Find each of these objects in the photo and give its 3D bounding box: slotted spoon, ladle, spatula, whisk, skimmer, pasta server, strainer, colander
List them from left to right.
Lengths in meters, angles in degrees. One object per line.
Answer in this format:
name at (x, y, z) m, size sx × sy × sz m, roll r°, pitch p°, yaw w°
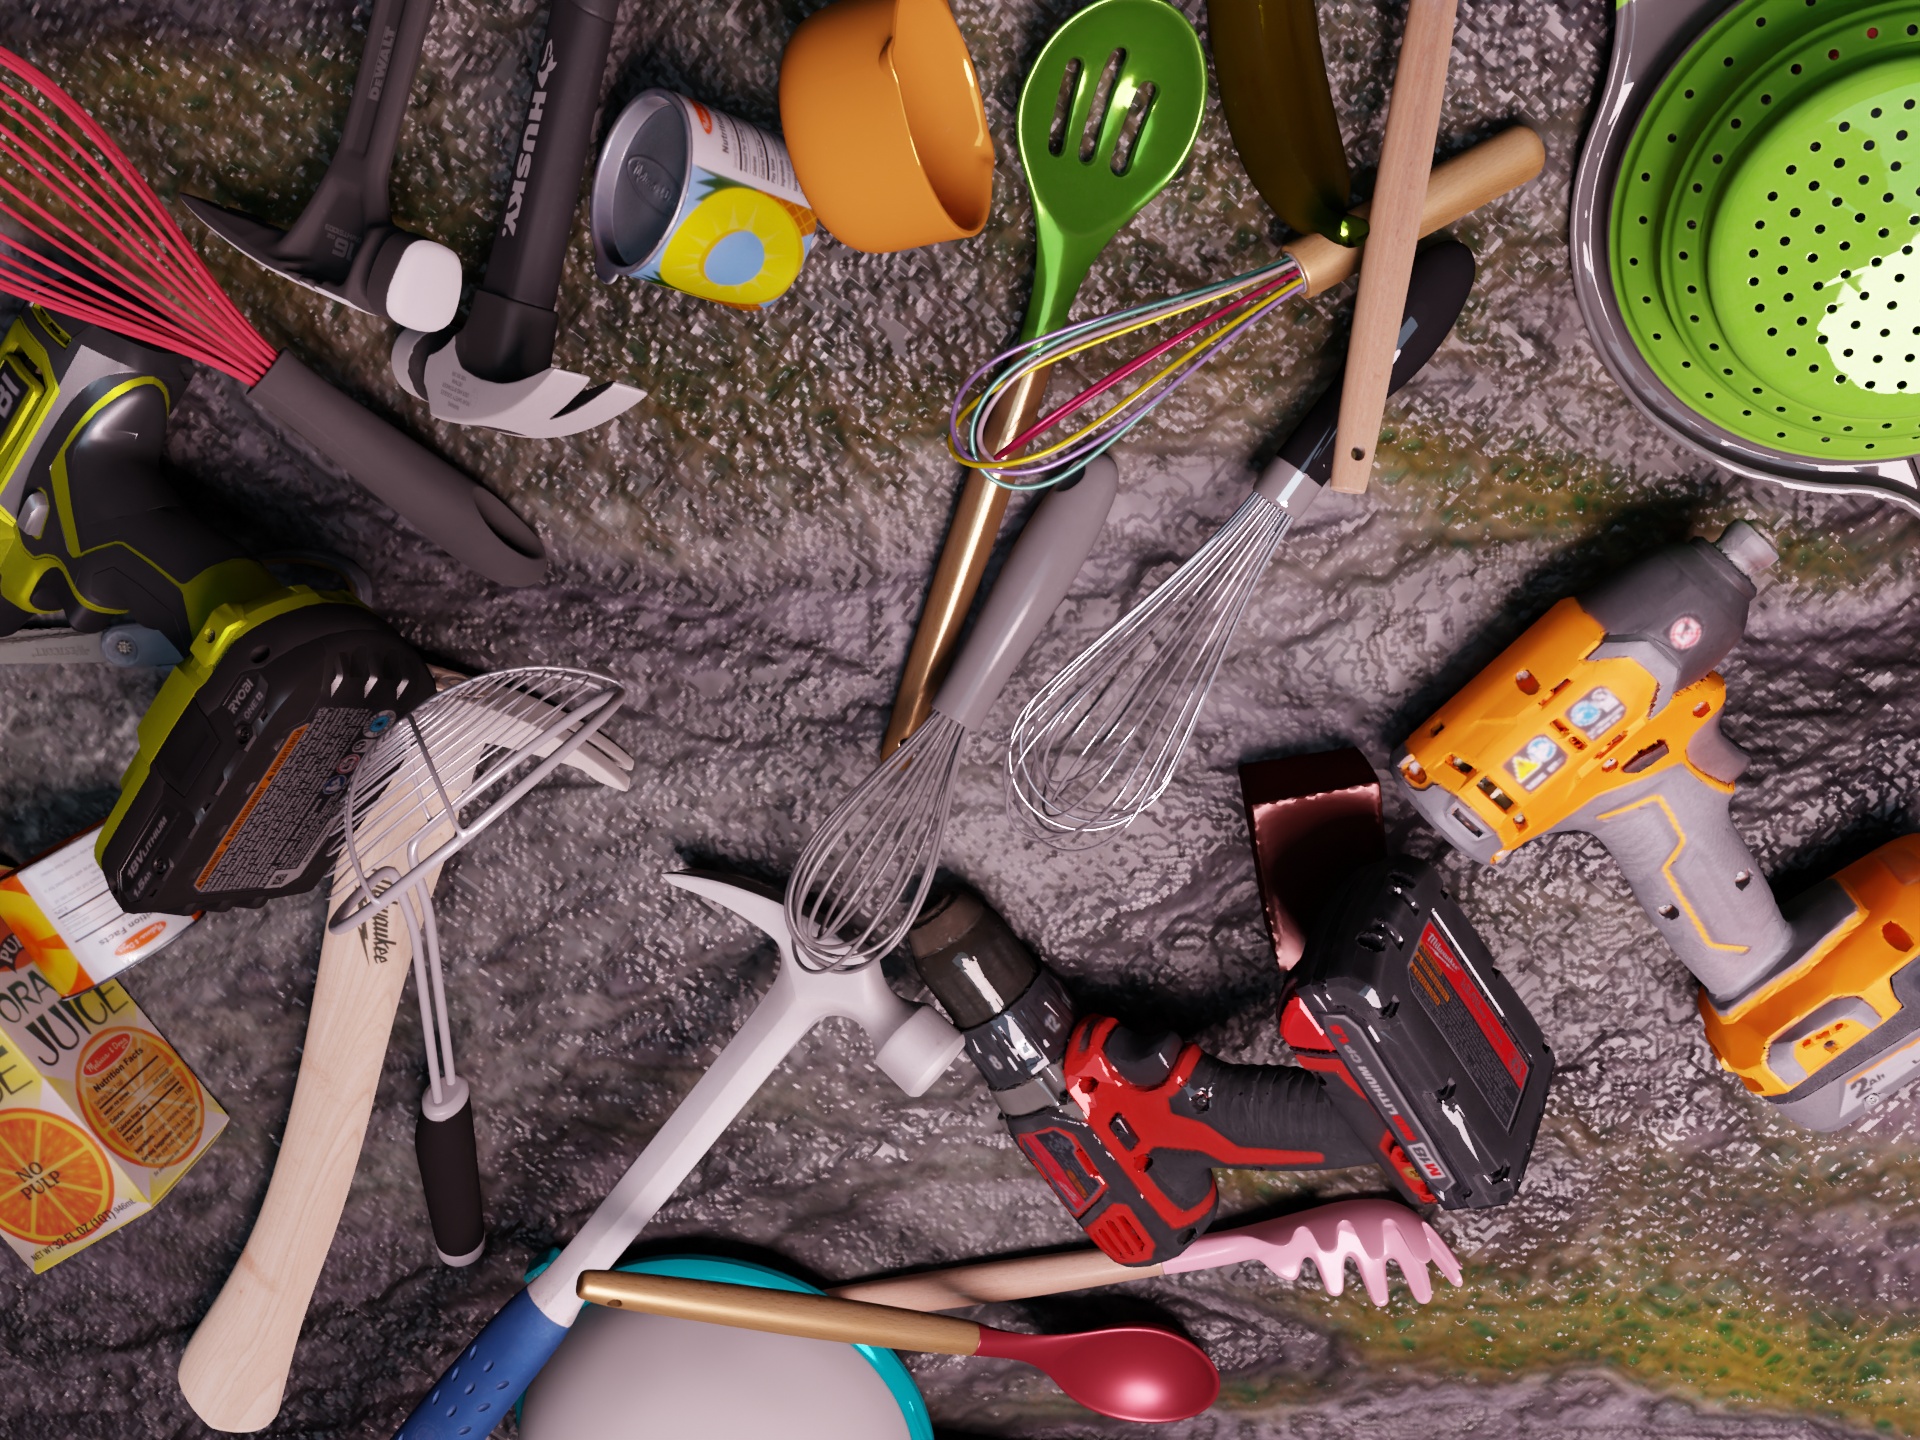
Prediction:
whisk at (-0.272, -0.140, 0.584) m, size 0.073 × 0.073 × 0.295 m, roll -42°, pitch 121°, yaw 14°
skimmer at (-0.187, 0.126, 0.636) m, size 0.090 × 0.127 × 0.363 m, roll 22°, pitch 131°, yaw 14°
strainer at (-0.060, 0.371, 0.731) m, size 0.340 × 0.095 × 0.211 m, roll 8°, pitch 111°, yaw 8°
ladle at (-0.018, 0.270, 0.698) m, size 0.315 × 0.031 × 0.069 m, roll 19°, pitch 122°, yaw -26°
whisk at (-0.001, -0.002, 0.636) m, size 0.055 × 0.055 × 0.239 m, roll 30°, pitch 93°, yaw -6°
slotted spoon at (0.019, -0.120, 0.624) m, size 0.070 × 0.031 × 0.313 m, roll 12°, pitch 111°, yaw -19°
pasta server at (0.067, 0.260, 0.737) m, size 0.316 × 0.040 × 0.060 m, roll -11°, pitch 140°, yaw 8°
whisk at (0.109, -0.065, 0.626) m, size 0.070 × 0.070 × 0.284 m, roll 34°, pitch 101°, yaw -8°
whisk at (0.106, -0.152, 0.586) m, size 0.245 × 0.047 × 0.051 m, roll -28°, pitch 105°, yaw 0°
spatula at (0.165, -0.237, 0.556) m, size 0.060 × 0.018 × 0.316 m, roll 9°, pitch 95°, yaw -2°
colander at (0.345, -0.094, 0.543) m, size 0.204 × 0.094 × 0.397 m, roll -20°, pitch 105°, yaw 32°

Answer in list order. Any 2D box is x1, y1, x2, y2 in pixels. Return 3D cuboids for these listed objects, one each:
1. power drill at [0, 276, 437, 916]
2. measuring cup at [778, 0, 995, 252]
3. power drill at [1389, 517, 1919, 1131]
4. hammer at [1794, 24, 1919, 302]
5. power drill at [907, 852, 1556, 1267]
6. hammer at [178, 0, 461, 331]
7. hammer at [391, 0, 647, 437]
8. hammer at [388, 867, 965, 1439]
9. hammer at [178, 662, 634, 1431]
power drill at (-0.317, -0.037, 0.608) m, size 0.223 × 0.080 × 0.171 m, roll 44°, pitch 106°, yaw 19°
measuring cup at (-0.033, -0.253, 0.568) m, size 0.052 × 0.095 × 0.173 m, roll -9°, pitch 86°, yaw 22°
power drill at (0.307, 0.038, 0.627) m, size 0.226 × 0.084 × 0.164 m, roll 41°, pitch 111°, yaw -6°
hammer at (0.427, -0.101, 0.603) m, size 0.143 × 0.038 × 0.386 m, roll -30°, pitch 104°, yaw 10°
power drill at (0.094, 0.126, 0.638) m, size 0.226 × 0.080 × 0.188 m, roll -26°, pitch 103°, yaw 42°
hammer at (-0.183, -0.315, 0.556) m, size 0.127 × 0.034 × 0.337 m, roll 27°, pitch 103°, yaw 26°
hammer at (-0.125, -0.262, 0.553) m, size 0.035 × 0.146 × 0.334 m, roll 7°, pitch 104°, yaw -42°
hammer at (-0.177, 0.243, 0.695) m, size 0.144 × 0.035 × 0.405 m, roll 40°, pitch 97°, yaw 12°
hammer at (-0.274, 0.166, 0.723) m, size 0.146 × 0.038 × 0.410 m, roll 18°, pitch 110°, yaw -12°
